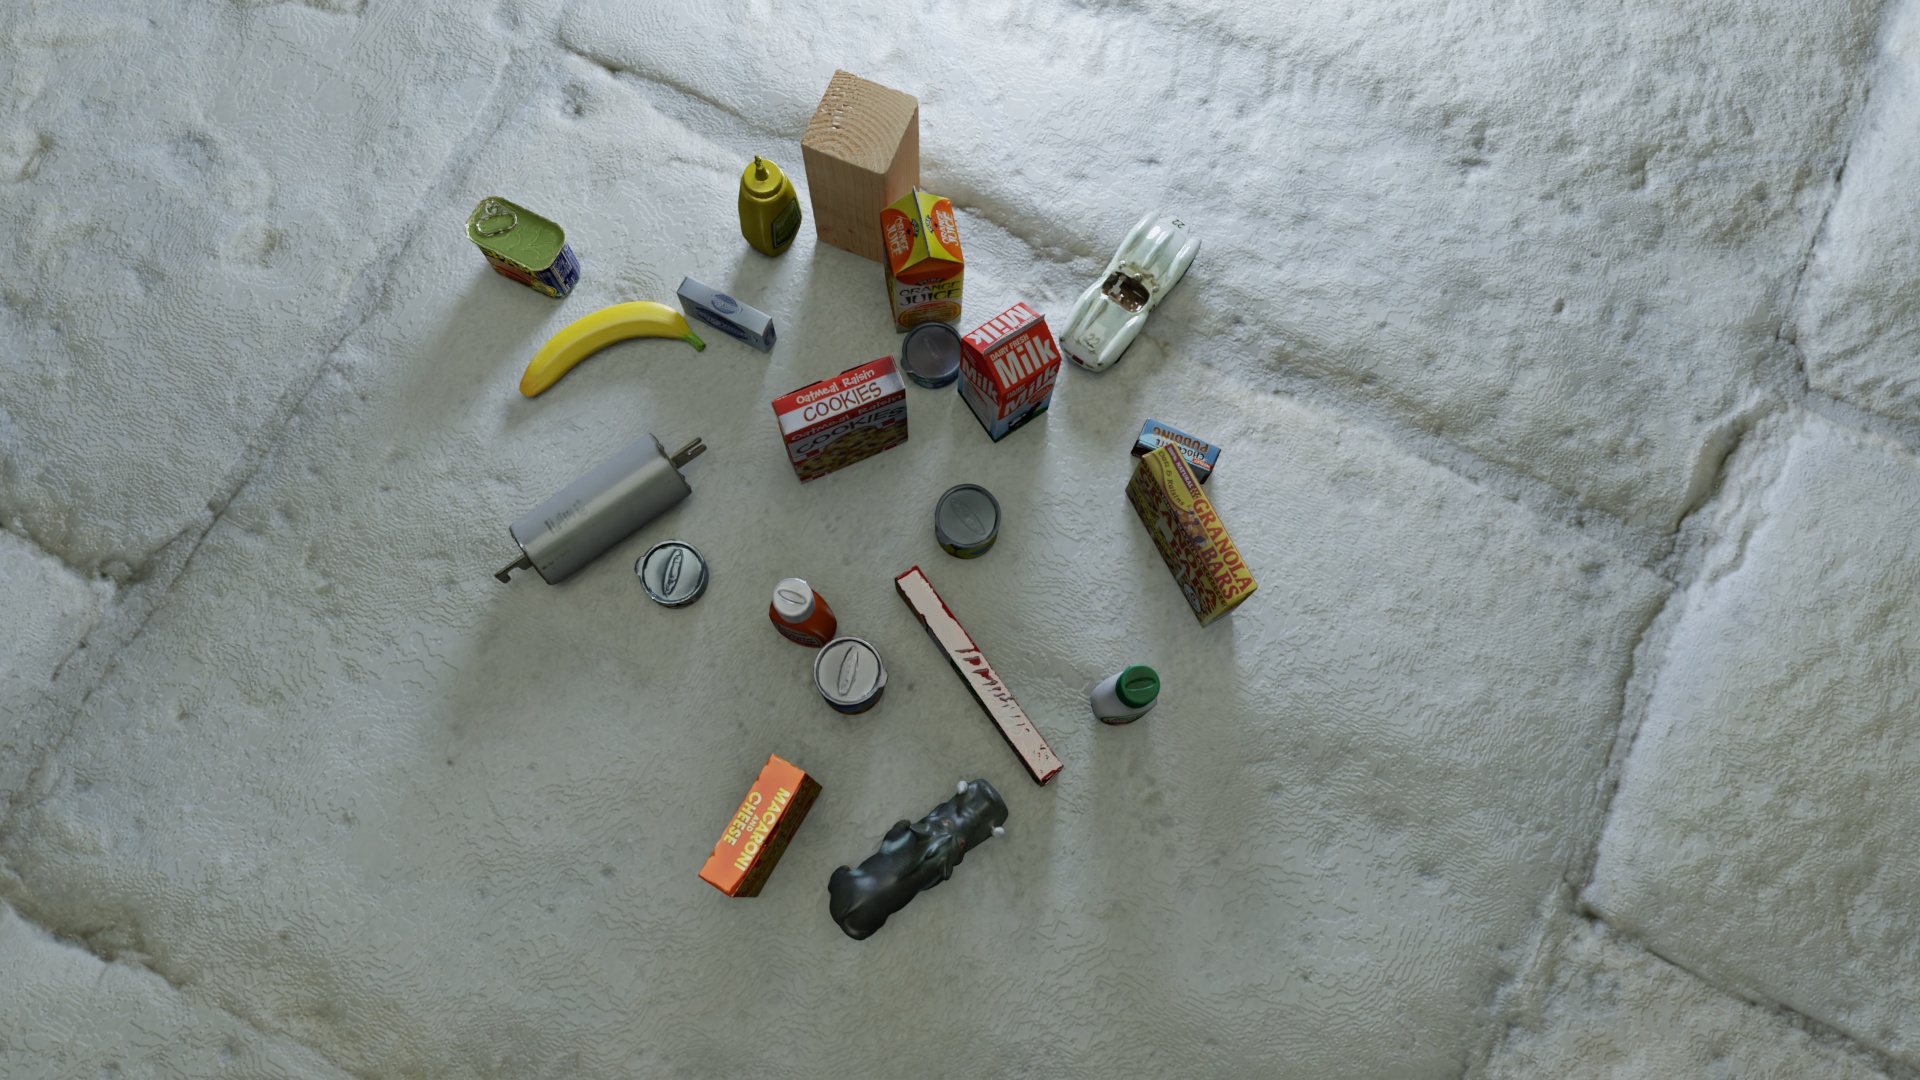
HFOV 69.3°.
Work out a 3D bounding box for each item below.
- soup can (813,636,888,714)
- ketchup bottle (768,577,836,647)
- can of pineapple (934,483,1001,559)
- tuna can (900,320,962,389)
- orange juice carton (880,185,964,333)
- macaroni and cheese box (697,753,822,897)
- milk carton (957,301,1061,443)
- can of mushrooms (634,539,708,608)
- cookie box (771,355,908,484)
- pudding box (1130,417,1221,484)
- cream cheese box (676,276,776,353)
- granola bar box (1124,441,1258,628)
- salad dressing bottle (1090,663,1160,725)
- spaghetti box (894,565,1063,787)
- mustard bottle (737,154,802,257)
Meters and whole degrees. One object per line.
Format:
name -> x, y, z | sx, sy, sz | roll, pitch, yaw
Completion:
soup can -> -0.104, 0.134, 1.352 | 0.071, 0.083, 0.071 | 0, 76, -1
ketchup bottle -> -0.155, 0.068, 1.334 | 0.065, 0.148, 0.043 | 20, 77, 4
can of pineapple -> 0.005, -0.018, 1.407 | 0.071, 0.057, 0.071 | 0, 76, -1
tuna can -> -0.031, -0.194, 1.465 | 0.071, 0.032, 0.071 | 0, 76, -1
orange juice carton -> -0.039, -0.283, 1.405 | 0.073, 0.192, 0.072 | -11, 77, -4
macaroni and cheese box -> -0.179, 0.264, 1.273 | 0.040, 0.166, 0.124 | 29, 77, 6
milk carton -> 0.048, -0.171, 1.379 | 0.072, 0.190, 0.073 | -33, 79, -9
can of mushrooms -> -0.290, 0.034, 1.399 | 0.071, 0.033, 0.071 | 0, 76, -1
cookie box -> -0.116, -0.118, 1.373 | 0.123, 0.167, 0.040 | -23, 78, -7
pudding box -> 0.222, -0.092, 1.436 | 0.084, 0.049, 0.030 | 23, 77, 5
cream cheese box -> -0.245, -0.237, 1.460 | 0.104, 0.053, 0.024 | 27, 77, 5
granola bar box -> 0.227, -0.004, 1.374 | 0.039, 0.124, 0.166 | -26, 78, -7
salad dressing bottle -> 0.160, 0.146, 1.322 | 0.064, 0.147, 0.044 | -10, 76, -4
spaghetti box -> 0.017, 0.134, 1.372 | 0.029, 0.050, 0.250 | -35, 79, -9
mustard bottle -> -0.200, -0.352, 1.436 | 0.049, 0.160, 0.065 | 35, 78, 7
